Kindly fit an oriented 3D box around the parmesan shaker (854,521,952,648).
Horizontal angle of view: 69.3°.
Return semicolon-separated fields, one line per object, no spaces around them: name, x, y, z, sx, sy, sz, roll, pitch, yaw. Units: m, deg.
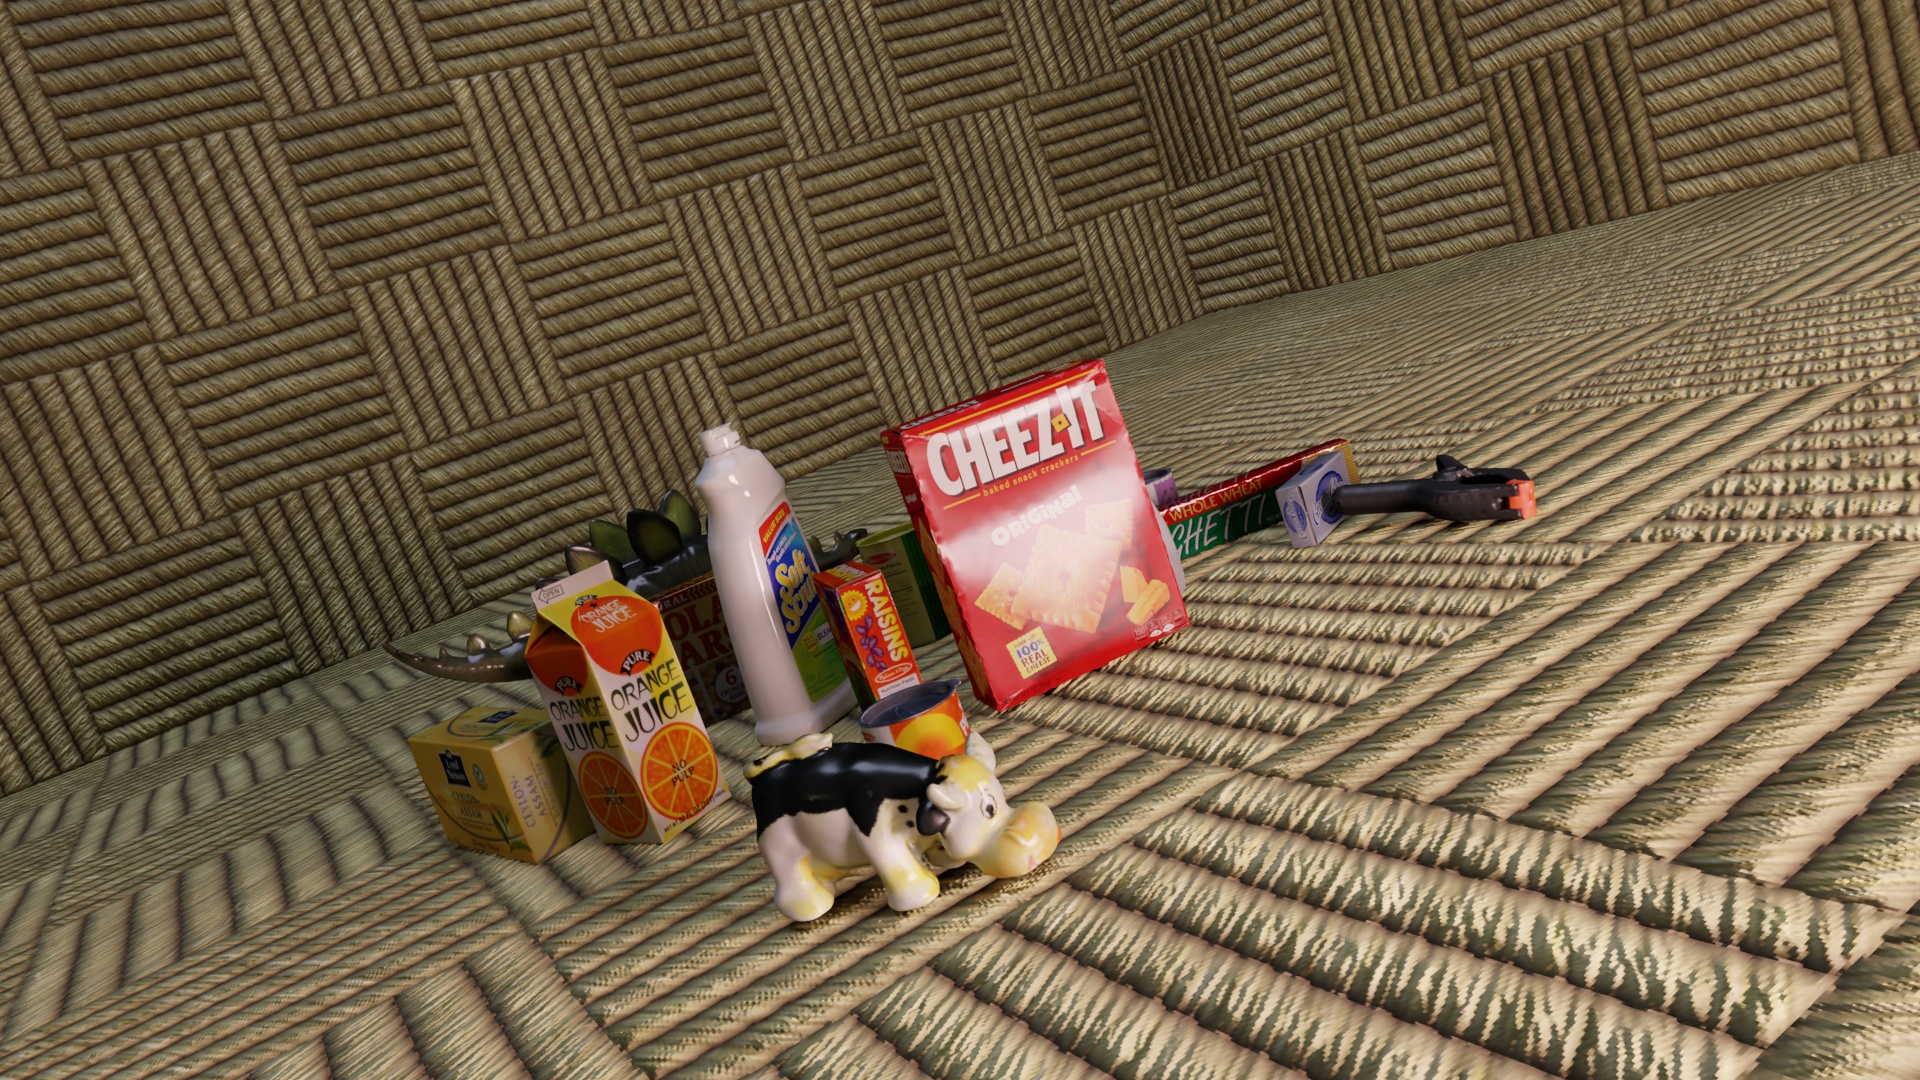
parmesan shaker;-0.050;0.041;1.275;0.071;0.103;0.071;-19;10;3

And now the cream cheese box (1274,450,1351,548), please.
cream cheese box;0.301;-0.035;1.170;0.024;0.053;0.104;-12;12;38

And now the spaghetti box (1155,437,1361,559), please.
spaghetti box;0.240;-0.027;1.249;0.250;0.050;0.029;-21;10;-7

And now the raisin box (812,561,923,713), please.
raisin box;-0.066;0.081;1.035;0.040;0.123;0.086;-22;10;-15

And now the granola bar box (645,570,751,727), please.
granola bar box;-0.266;0.114;1.226;0.166;0.124;0.039;-23;10;-23

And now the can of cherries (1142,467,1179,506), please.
can of cherries;0.185;-0.034;1.367;0.071;0.058;0.071;-19;10;3

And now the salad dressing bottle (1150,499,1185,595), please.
salad dressing bottle;0.137;-0.018;1.117;0.044;0.147;0.064;-24;11;-27

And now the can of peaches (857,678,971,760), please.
can of peaches;-0.023;0.128;0.886;0.071;0.058;0.071;-19;10;3

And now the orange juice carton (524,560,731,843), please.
orange juice carton;-0.242;0.114;0.987;0.073;0.192;0.072;-12;12;39
